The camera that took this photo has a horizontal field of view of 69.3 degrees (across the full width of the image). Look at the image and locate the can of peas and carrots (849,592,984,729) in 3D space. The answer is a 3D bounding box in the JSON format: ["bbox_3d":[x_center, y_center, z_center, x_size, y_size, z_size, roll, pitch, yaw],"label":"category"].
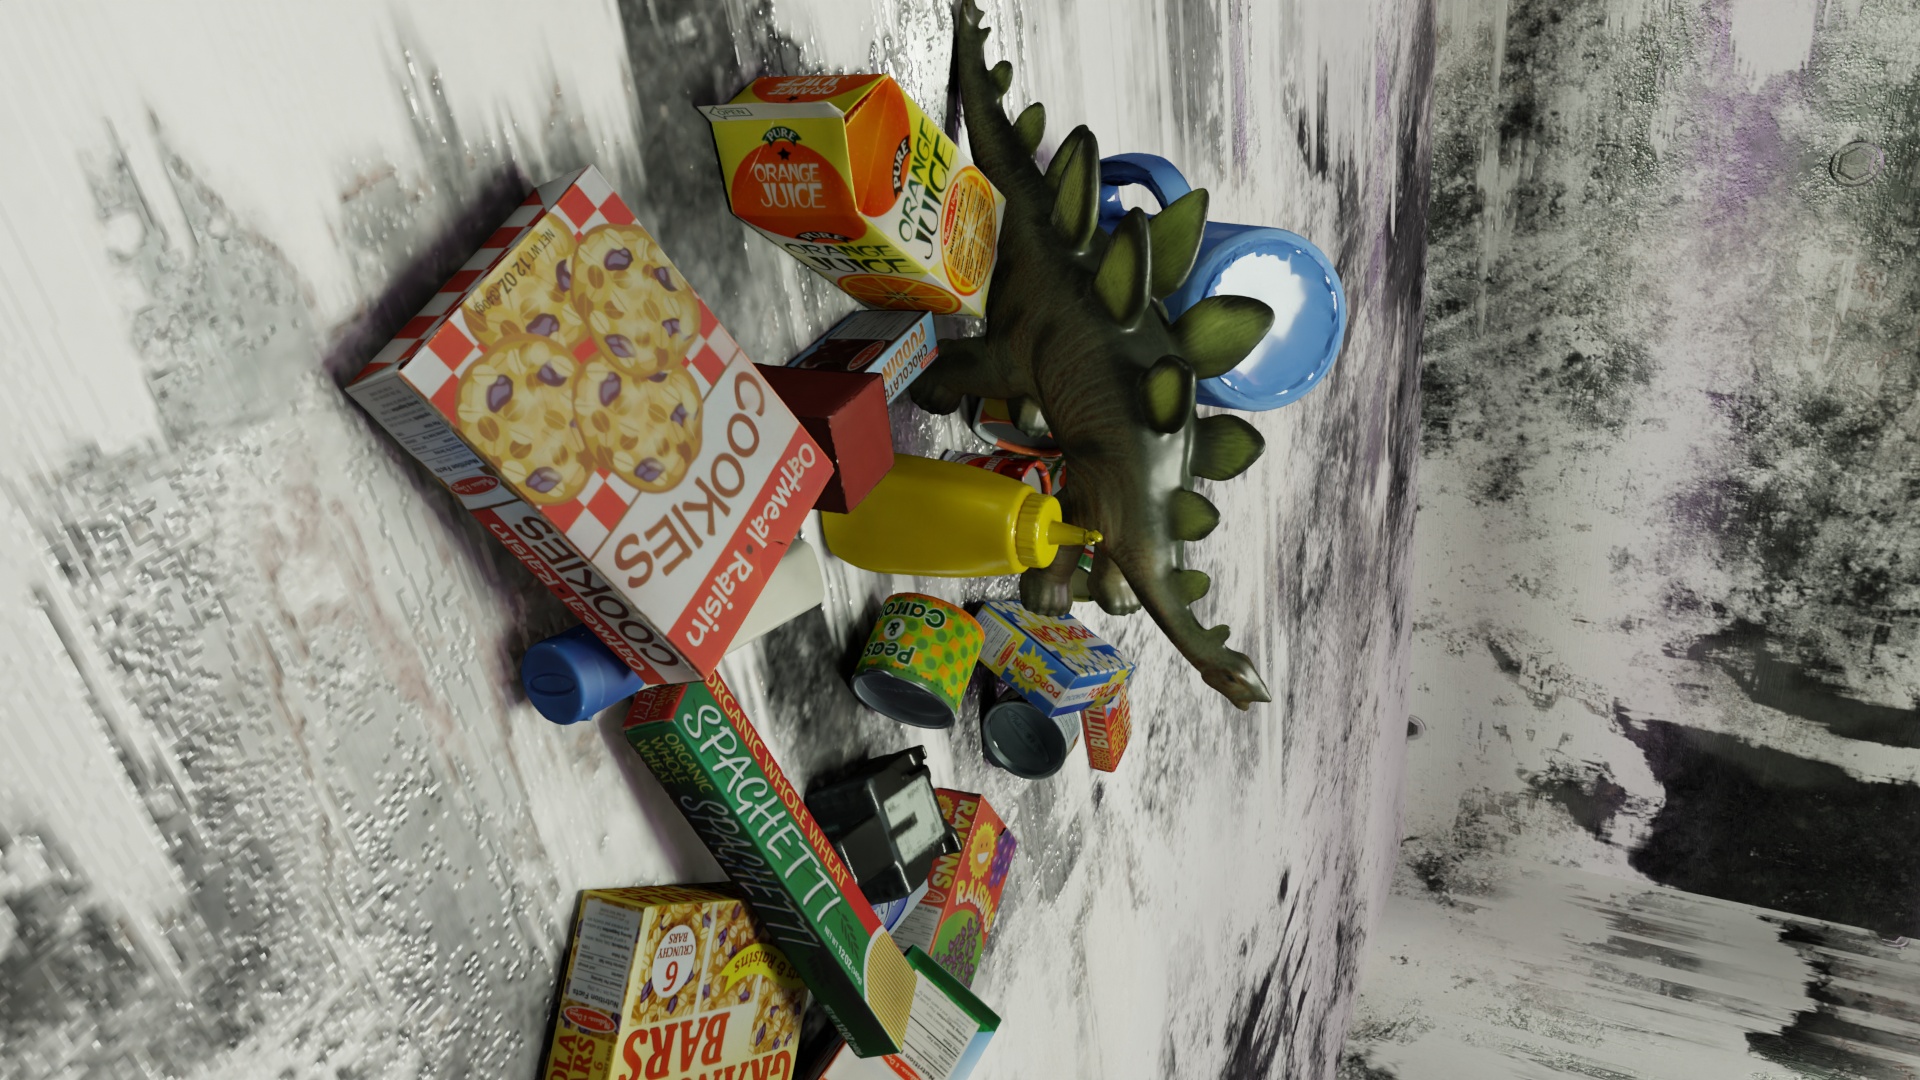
[{"bbox_3d":[-0.026,0.070,0.827,0.059,0.071,0.070,-68,151,-29],"label":"can of peas and carrots"}]

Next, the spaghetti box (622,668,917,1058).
[{"bbox_3d":[-0.087,0.162,0.689,0.050,0.028,0.249,-75,145,-53],"label":"spaghetti box"}]

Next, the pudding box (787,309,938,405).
[{"bbox_3d":[-0.052,-0.095,0.745,0.084,0.049,0.030,-51,139,-49],"label":"pudding box"}]

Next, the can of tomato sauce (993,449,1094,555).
[{"bbox_3d":[0.063,-0.028,0.964,0.071,0.083,0.071,-30,124,-60],"label":"can of tomato sauce"}]

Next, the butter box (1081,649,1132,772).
[{"bbox_3d":[0.127,0.149,1.214,0.053,0.024,0.103,-56,144,-44],"label":"butter box"}]

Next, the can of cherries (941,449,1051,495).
[{"bbox_3d":[0.021,-0.025,0.906,0.072,0.058,0.071,-30,124,-59],"label":"can of cherries"}]

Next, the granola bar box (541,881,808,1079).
[{"bbox_3d":[-0.132,0.233,0.679,0.165,0.039,0.124,26,73,-64],"label":"granola bar box"}]

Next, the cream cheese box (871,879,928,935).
[{"bbox_3d":[-0.054,0.219,0.856,0.104,0.024,0.053,-37,130,-56],"label":"cream cheese box"}]

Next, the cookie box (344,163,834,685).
[{"bbox_3d":[-0.132,-0.042,0.545,0.167,0.040,0.123,53,47,-31],"label":"cookie box"}]

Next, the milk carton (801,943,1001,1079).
[{"bbox_3d":[-0.059,0.330,0.790,0.072,0.073,0.191,-53,175,37],"label":"milk carton"}]

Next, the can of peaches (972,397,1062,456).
[{"bbox_3d":[0.048,-0.093,0.930,0.071,0.071,0.058,40,62,-61],"label":"can of peaches"}]

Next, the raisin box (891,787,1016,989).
[{"bbox_3d":[-0.007,0.242,0.944,0.085,0.040,0.124,59,44,-51],"label":"raisin box"}]

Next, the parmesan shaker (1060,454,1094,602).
[{"bbox_3d":[0.095,-0.013,1.048,0.103,0.071,0.071,-69,151,-26],"label":"parmesan shaker"}]

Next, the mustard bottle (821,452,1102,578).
[{"bbox_3d":[0.003,-0.009,0.755,0.049,0.160,0.065,-39,133,-57],"label":"mustard bottle"}]

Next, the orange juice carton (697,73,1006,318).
[{"bbox_3d":[-0.050,-0.177,0.702,0.192,0.072,0.073,23,76,-64],"label":"orange juice carton"}]

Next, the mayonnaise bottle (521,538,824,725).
[{"bbox_3d":[-0.126,0.037,0.616,0.149,0.064,0.041,-29,109,-55],"label":"mayonnaise bottle"}]

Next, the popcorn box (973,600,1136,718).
[{"bbox_3d":[0.064,0.081,0.987,0.038,0.085,0.127,-58,158,13],"label":"popcorn box"}]

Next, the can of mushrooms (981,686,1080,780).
[{"bbox_3d":[0.050,0.138,1.006,0.034,0.071,0.070,-44,135,-54],"label":"can of mushrooms"}]
